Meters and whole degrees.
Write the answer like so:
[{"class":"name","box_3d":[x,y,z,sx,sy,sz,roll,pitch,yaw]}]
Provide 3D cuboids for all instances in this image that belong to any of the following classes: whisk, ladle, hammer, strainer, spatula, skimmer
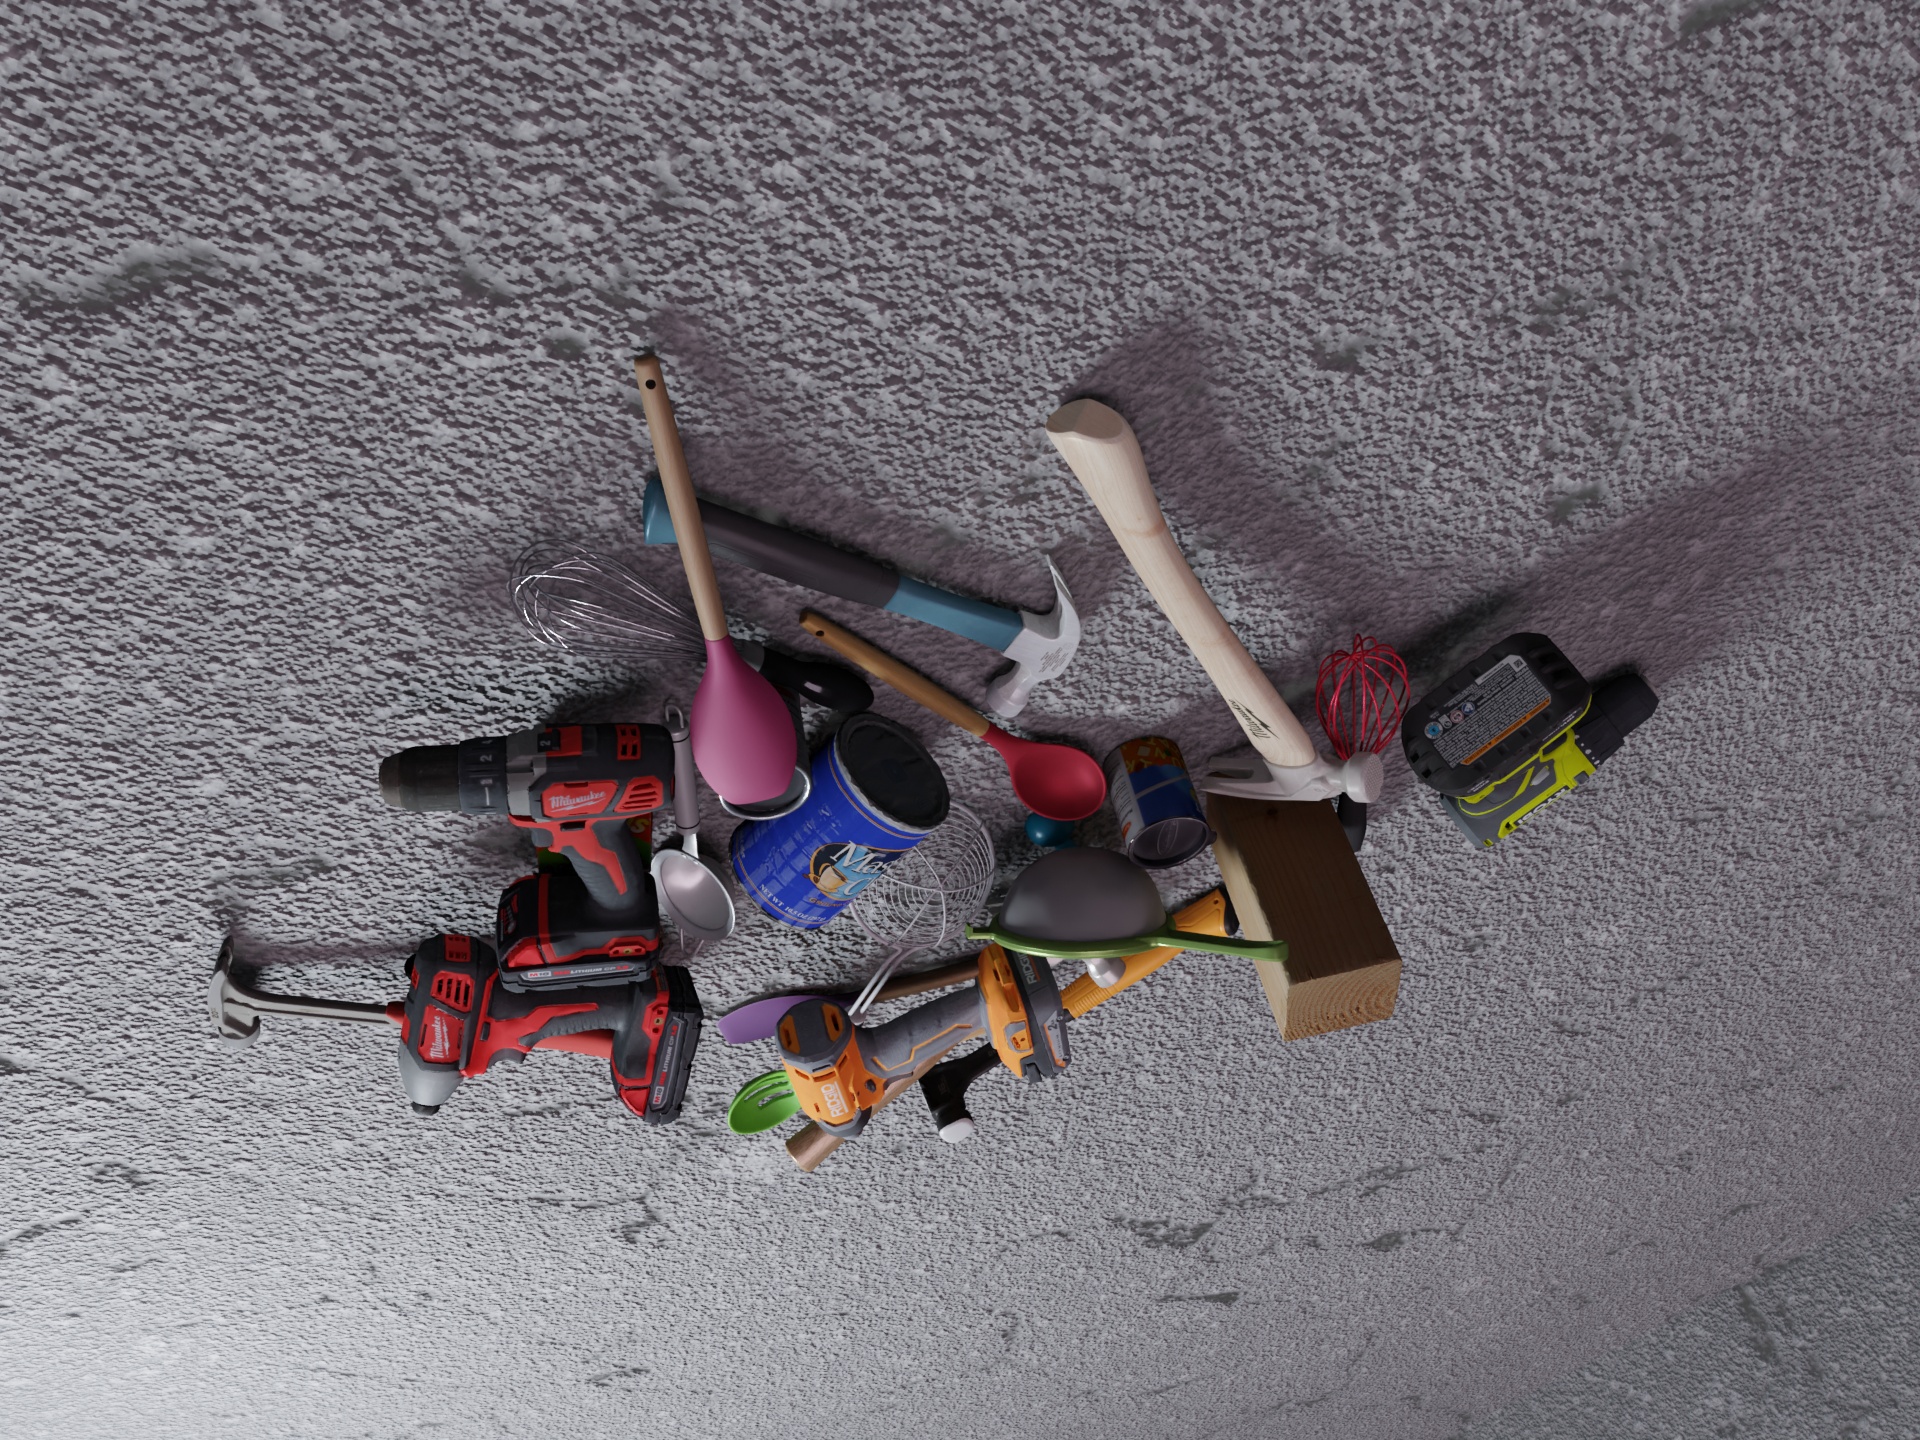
[{"class":"whisk","box_3d":[0.318,0.029,1.278,0.073,0.073,0.295,-15,145,1]},{"class":"whisk","box_3d":[-0.169,-0.052,1.054,0.284,0.070,0.070,19,130,-39]},{"class":"ladle","box_3d":[-0.002,-0.004,1.173,0.069,0.031,0.315,-39,132,23]},{"class":"hammer","box_3d":[-0.412,0.240,1.285,0.359,0.037,0.149,10,143,-16]},{"class":"hammer","box_3d":[-0.019,0.274,1.385,0.331,0.031,0.130,-40,109,0]},{"class":"strainer","box_3d":[0.138,0.141,1.239,0.256,0.069,0.151,3,-171,39]},{"class":"hammer","box_3d":[0.160,-0.067,1.116,0.146,0.038,0.410,0,144,38]},{"class":"hammer","box_3d":[-0.060,-0.089,1.054,0.330,0.033,0.128,17,132,-31]},{"class":"spatula","box_3d":[-0.066,0.244,1.442,0.316,0.018,0.059,-14,137,1]},{"class":"hammer","box_3d":[0.104,0.248,1.451,0.337,0.127,0.034,-33,135,7]},{"class":"skimmer","box_3d":[-0.076,0.199,1.365,0.127,0.090,0.363,4,143,-23]},{"class":"strainer","box_3d":[-0.203,0.083,1.203,0.087,0.050,0.258,25,138,22]}]

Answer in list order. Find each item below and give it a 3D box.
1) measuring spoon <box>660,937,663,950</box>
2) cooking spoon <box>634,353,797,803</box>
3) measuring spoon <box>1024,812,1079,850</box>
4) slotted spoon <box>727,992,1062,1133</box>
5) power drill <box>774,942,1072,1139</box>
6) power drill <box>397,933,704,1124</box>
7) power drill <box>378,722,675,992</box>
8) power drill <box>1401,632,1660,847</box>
[{"class":"measuring spoon","box_3d":[-0.274,0.163,1.295,0.021,0.011,0.116,-22,139,10]},{"class":"cooking spoon","box_3d":[-0.157,-0.075,0.985,0.068,0.017,0.318,-12,124,-4]},{"class":"measuring spoon","box_3d":[0.092,0.115,1.336,0.042,0.021,0.128,-23,138,11]},{"class":"slotted spoon","box_3d":[-0.058,0.297,1.416,0.313,0.031,0.070,-18,133,-4]},{"class":"power drill","box_3d":[-0.028,0.273,1.315,0.226,0.084,0.164,-17,136,-5]},{"class":"power drill","box_3d":[-0.323,0.249,1.243,0.219,0.079,0.143,10,104,-22]},{"class":"power drill","box_3d":[-0.292,0.091,1.101,0.188,0.080,0.226,-3,136,-13]},{"class":"power drill","box_3d":[0.450,0.011,1.249,0.190,0.080,0.228,-40,150,16]}]
